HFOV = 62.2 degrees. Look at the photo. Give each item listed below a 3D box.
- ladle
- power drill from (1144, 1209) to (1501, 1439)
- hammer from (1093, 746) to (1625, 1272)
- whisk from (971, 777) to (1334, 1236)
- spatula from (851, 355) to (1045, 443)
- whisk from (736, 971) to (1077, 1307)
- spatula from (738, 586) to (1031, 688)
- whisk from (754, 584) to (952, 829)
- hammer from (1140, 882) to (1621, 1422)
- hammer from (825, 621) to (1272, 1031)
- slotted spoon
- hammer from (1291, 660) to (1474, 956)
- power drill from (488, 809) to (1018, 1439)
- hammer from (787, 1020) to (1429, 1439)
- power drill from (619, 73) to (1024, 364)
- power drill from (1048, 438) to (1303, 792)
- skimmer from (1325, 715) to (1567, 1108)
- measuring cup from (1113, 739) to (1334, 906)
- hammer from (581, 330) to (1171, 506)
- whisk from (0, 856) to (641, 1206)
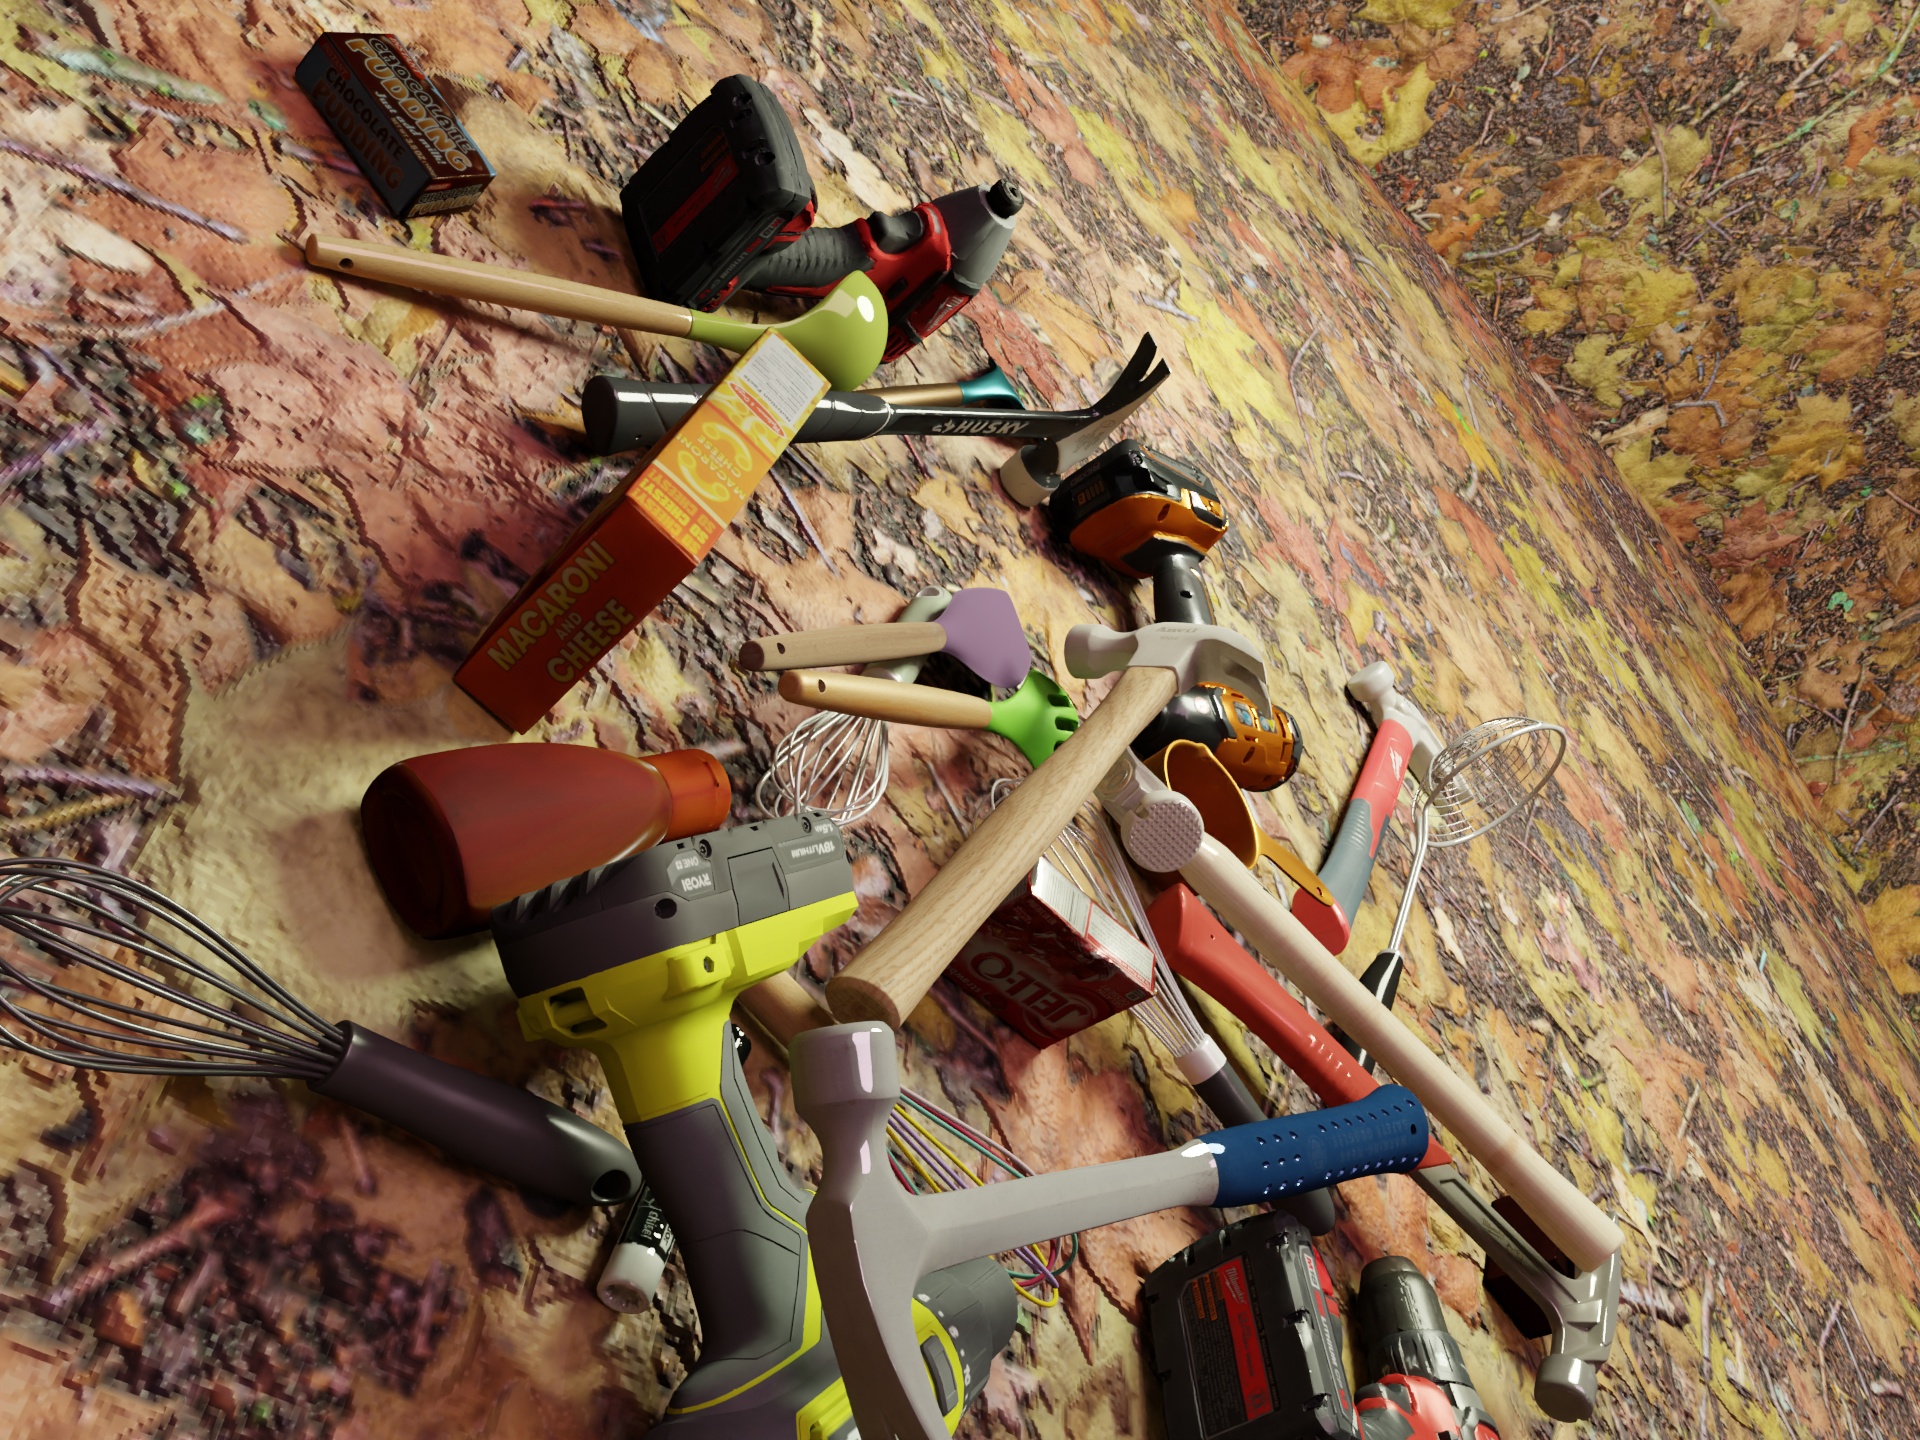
[{"bbox_3d":[-0.164,-0.209,0.787,0.320,0.078,0.062,0,51,-43],"label":"ladle"},{"bbox_3d":[0.188,0.318,0.765,0.226,0.080,0.188,40,28,-31],"label":"power drill"},{"bbox_3d":[0.219,0.160,0.864,0.410,0.038,0.146,44,7,-15],"label":"hammer"},{"bbox_3d":[0.102,0.145,0.806,0.284,0.070,0.070,53,31,-2],"label":"whisk"},{"bbox_3d":[-0.025,-0.195,1.001,0.317,0.044,0.082,-21,79,-53],"label":"spatula"},{"bbox_3d":[-0.040,0.149,0.644,0.245,0.051,0.047,47,38,-8],"label":"whisk"},{"bbox_3d":[-0.023,-0.038,0.783,0.316,0.018,0.060,-11,81,-67],"label":"spatula"},{"bbox_3d":[-0.042,-0.011,0.792,0.246,0.058,0.059,-63,148,-58],"label":"whisk"},{"bbox_3d":[0.243,0.224,0.912,0.359,0.036,0.149,45,38,-3],"label":"hammer"},{"bbox_3d":[0.045,0.034,0.736,0.331,0.130,0.031,-44,127,-47],"label":"hammer"},{"bbox_3d":[-0.001,-0.002,0.781,0.313,0.031,0.070,9,72,-64],"label":"slotted spoon"},{"bbox_3d":[0.314,0.082,1.188,0.143,0.038,0.386,54,31,-6],"label":"hammer"},{"bbox_3d":[-0.059,0.153,0.547,0.190,0.080,0.228,-9,79,-62],"label":"power drill"},{"bbox_3d":[0.089,0.185,0.625,0.405,0.035,0.144,10,66,-50],"label":"hammer"},{"bbox_3d":[-0.068,-0.276,0.903,0.219,0.143,0.079,0,64,-51],"label":"power drill"},{"bbox_3d":[0.134,-0.066,1.043,0.164,0.084,0.227,12,56,-48],"label":"power drill"},{"bbox_3d":[0.328,0.128,1.063,0.090,0.127,0.363,23,47,11],"label":"skimmer"},{"bbox_3d":[0.159,0.082,0.967,0.173,0.052,0.095,36,37,-32],"label":"measuring cup"},{"bbox_3d":[-0.035,-0.168,0.879,0.409,0.149,0.036,-11,70,-49],"label":"hammer"},{"bbox_3d":[-0.190,0.105,0.480,0.238,0.055,0.055,37,36,-36],"label":"whisk"}]
